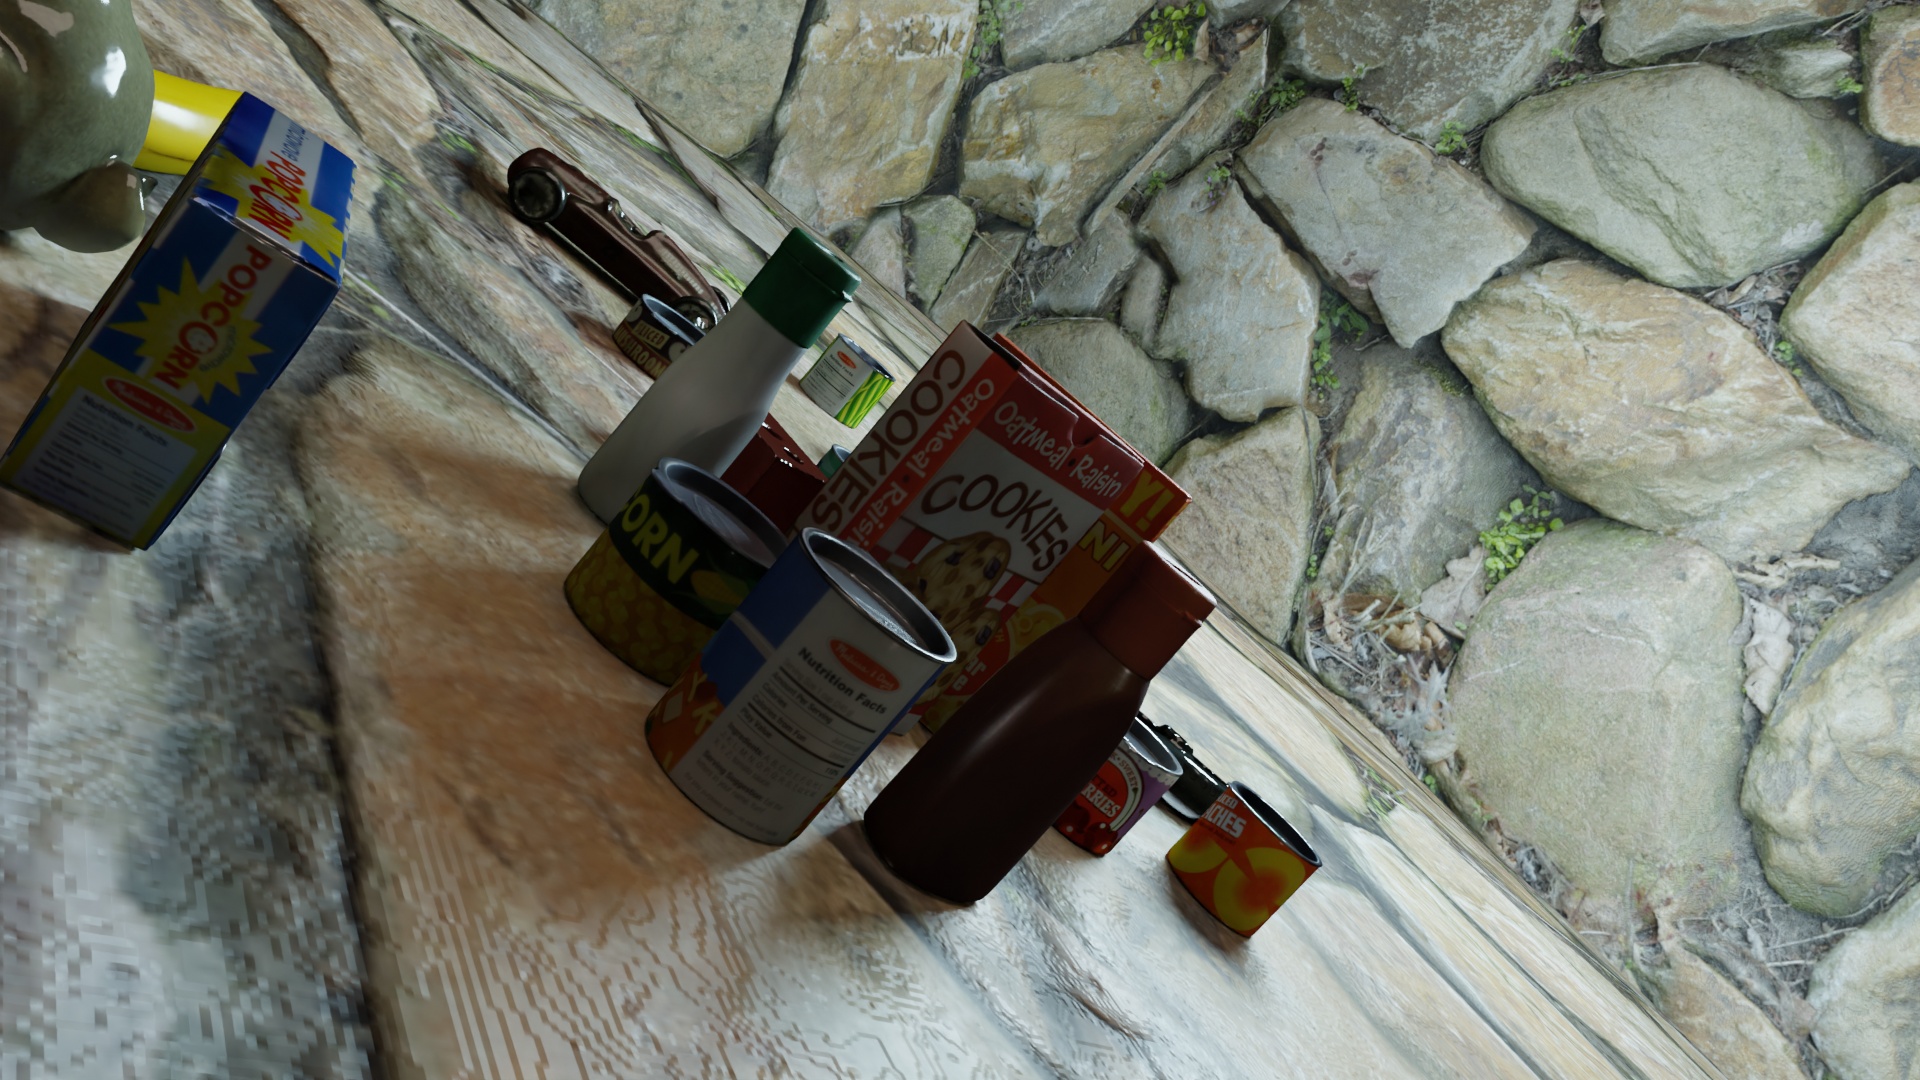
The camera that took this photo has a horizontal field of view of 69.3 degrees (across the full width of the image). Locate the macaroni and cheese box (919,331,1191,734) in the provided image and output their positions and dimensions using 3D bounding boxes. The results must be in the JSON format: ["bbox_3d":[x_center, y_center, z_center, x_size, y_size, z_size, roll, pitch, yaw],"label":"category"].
[{"bbox_3d":[0.012,0.001,0.679,0.124,0.166,0.040,42,9,8],"label":"macaroni and cheese box"}]

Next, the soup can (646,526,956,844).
[{"bbox_3d":[-0.053,0.047,0.462,0.071,0.083,0.071,40,9,-7],"label":"soup can"}]

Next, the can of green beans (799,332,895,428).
[{"bbox_3d":[-0.101,-0.141,1.235,0.071,0.057,0.071,40,9,-7],"label":"can of green beans"}]

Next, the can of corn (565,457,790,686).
[{"bbox_3d":[-0.103,0.012,0.508,0.071,0.058,0.071,40,9,-7],"label":"can of corn"}]

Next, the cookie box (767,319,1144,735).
[{"bbox_3d":[-0.011,0.003,0.578,0.040,0.167,0.123,46,10,31],"label":"cookie box"}]

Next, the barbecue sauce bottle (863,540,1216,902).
[{"bbox_3d":[0.033,0.067,0.515,0.065,0.148,0.044,32,12,-44],"label":"barbecue sauce bottle"}]

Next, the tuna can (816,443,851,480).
[{"bbox_3d":[-0.069,-0.030,0.919,0.071,0.033,0.071,40,9,-7],"label":"tuna can"}]

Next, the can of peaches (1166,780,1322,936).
[{"bbox_3d":[0.157,0.177,0.781,0.071,0.058,0.071,40,9,-7],"label":"can of peaches"}]

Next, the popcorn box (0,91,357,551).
[{"bbox_3d":[-0.204,-0.065,0.374,0.038,0.085,0.127,35,11,-33],"label":"popcorn box"}]

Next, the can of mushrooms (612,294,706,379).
[{"bbox_3d":[-0.186,-0.124,0.882,0.071,0.033,0.071,40,9,-7],"label":"can of mushrooms"}]

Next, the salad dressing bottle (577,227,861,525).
[{"bbox_3d":[-0.102,-0.066,0.594,0.044,0.147,0.064,43,9,11],"label":"salad dressing bottle"}]

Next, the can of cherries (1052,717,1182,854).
[{"bbox_3d":[0.069,0.117,0.706,0.071,0.058,0.071,40,9,-7],"label":"can of cherries"}]
